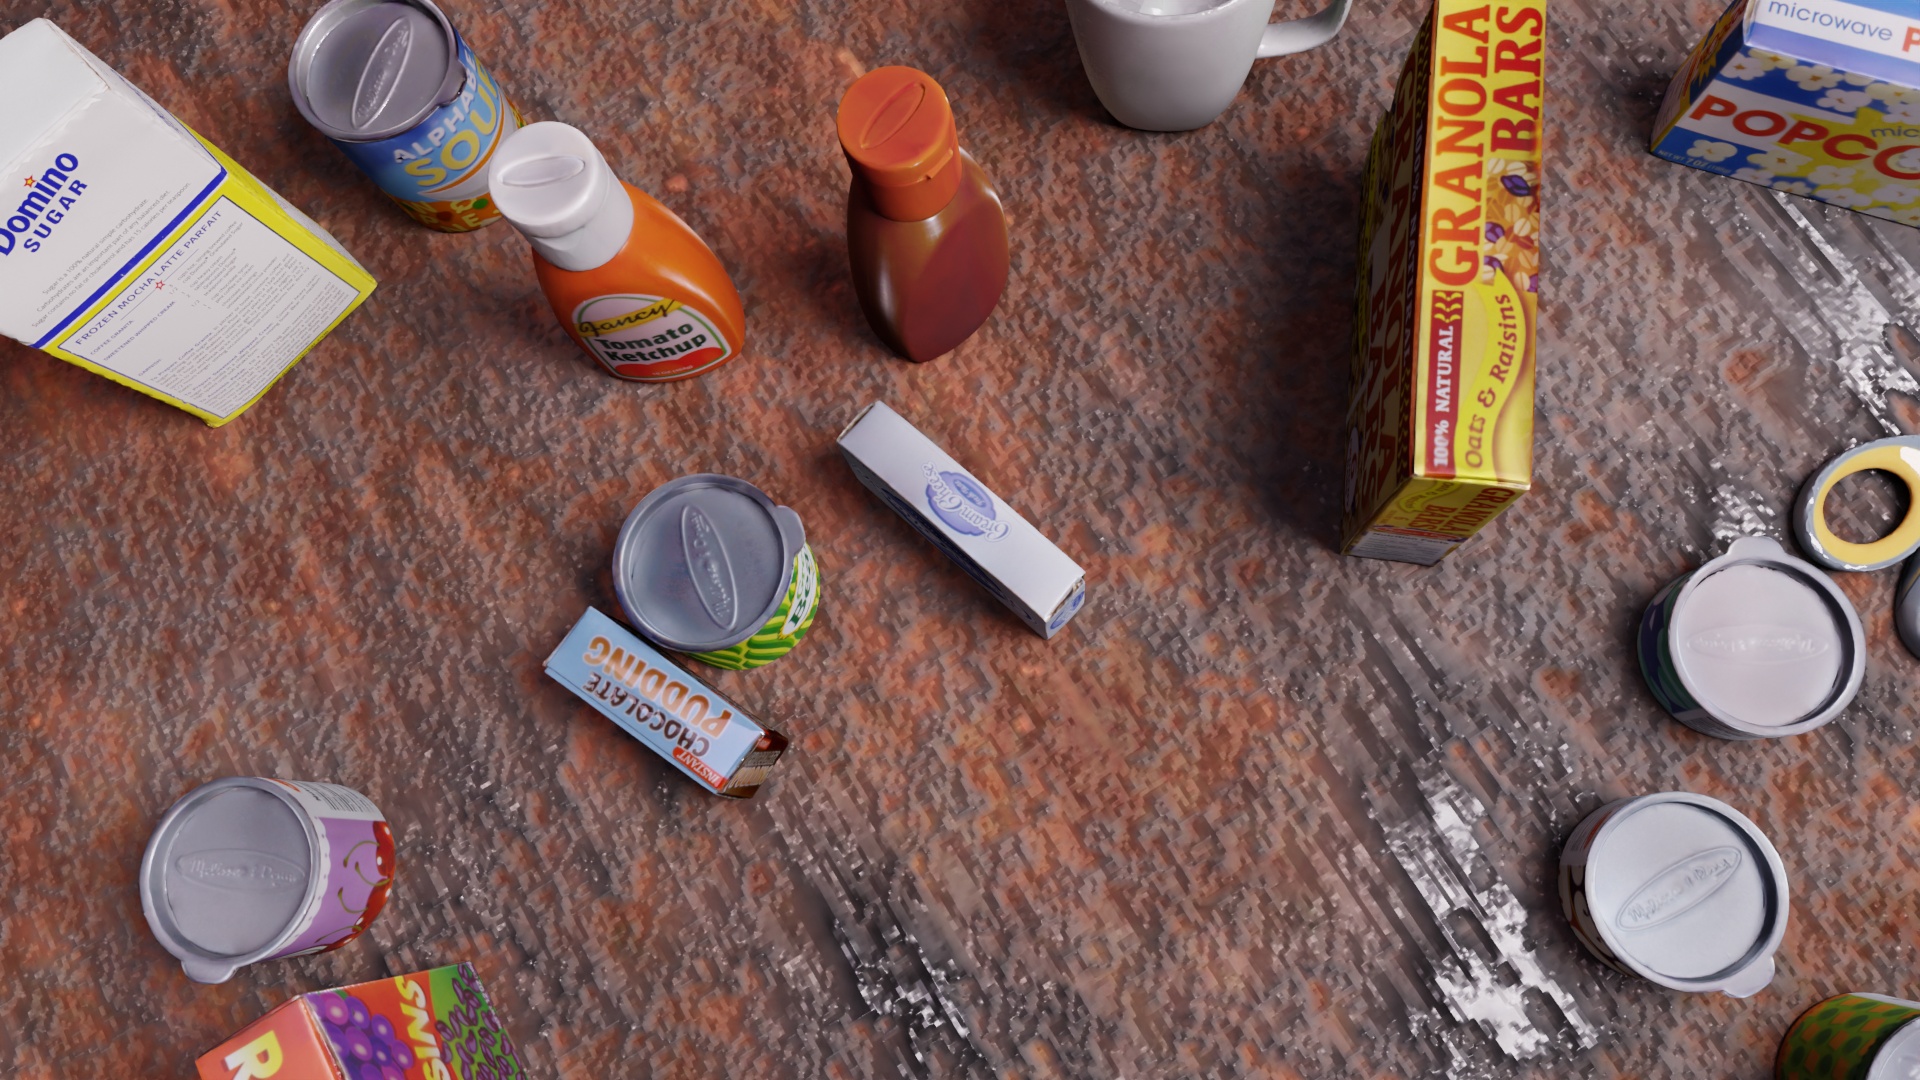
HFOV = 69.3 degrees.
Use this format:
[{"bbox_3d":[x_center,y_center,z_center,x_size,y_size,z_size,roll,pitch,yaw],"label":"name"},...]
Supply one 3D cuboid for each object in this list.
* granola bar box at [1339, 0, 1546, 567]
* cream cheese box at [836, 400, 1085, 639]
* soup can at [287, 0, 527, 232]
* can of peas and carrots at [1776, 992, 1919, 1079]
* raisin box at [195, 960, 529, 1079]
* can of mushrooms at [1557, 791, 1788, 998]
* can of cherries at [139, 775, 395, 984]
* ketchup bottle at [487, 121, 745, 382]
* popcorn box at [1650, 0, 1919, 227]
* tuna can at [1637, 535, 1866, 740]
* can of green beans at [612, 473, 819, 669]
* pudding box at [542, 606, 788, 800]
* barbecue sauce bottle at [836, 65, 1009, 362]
[{"bbox_3d":[0.167,-0.084,0.491,0.039,0.124,0.166,5,78,6],"label":"granola bar box"},{"bbox_3d":[0.002,-0.007,0.524,0.104,0.053,0.024,40,84,12],"label":"cream cheese box"},{"bbox_3d":[-0.216,-0.171,0.564,0.071,0.083,0.071,-1,78,5],"label":"soup can"},{"bbox_3d":[0.311,0.186,0.451,0.071,0.058,0.071,-1,77,5],"label":"can of peas and carrots"},{"bbox_3d":[-0.184,0.190,0.459,0.040,0.123,0.086,-30,77,-2],"label":"raisin box"},{"bbox_3d":[0.248,0.124,0.484,0.071,0.033,0.071,-1,77,5],"label":"can of mushrooms"},{"bbox_3d":[-0.254,0.124,0.513,0.071,0.058,0.071,-1,77,5],"label":"can of cherries"},{"bbox_3d":[-0.125,-0.101,0.507,0.065,0.148,0.043,-10,77,3],"label":"ketchup bottle"},{"bbox_3d":[0.338,-0.161,0.514,0.127,0.085,0.038,18,80,9],"label":"popcorn box"},{"bbox_3d":[0.283,0.036,0.501,0.071,0.032,0.071,-1,77,5],"label":"tuna can"},{"bbox_3d":[-0.090,0.014,0.525,0.071,0.057,0.071,-1,77,5],"label":"can of green beans"},{"bbox_3d":[-0.109,0.062,0.519,0.084,0.049,0.030,33,83,11],"label":"pudding box"},{"bbox_3d":[-0.014,-0.115,0.501,0.044,0.148,0.065,41,84,12],"label":"barbecue sauce bottle"}]
